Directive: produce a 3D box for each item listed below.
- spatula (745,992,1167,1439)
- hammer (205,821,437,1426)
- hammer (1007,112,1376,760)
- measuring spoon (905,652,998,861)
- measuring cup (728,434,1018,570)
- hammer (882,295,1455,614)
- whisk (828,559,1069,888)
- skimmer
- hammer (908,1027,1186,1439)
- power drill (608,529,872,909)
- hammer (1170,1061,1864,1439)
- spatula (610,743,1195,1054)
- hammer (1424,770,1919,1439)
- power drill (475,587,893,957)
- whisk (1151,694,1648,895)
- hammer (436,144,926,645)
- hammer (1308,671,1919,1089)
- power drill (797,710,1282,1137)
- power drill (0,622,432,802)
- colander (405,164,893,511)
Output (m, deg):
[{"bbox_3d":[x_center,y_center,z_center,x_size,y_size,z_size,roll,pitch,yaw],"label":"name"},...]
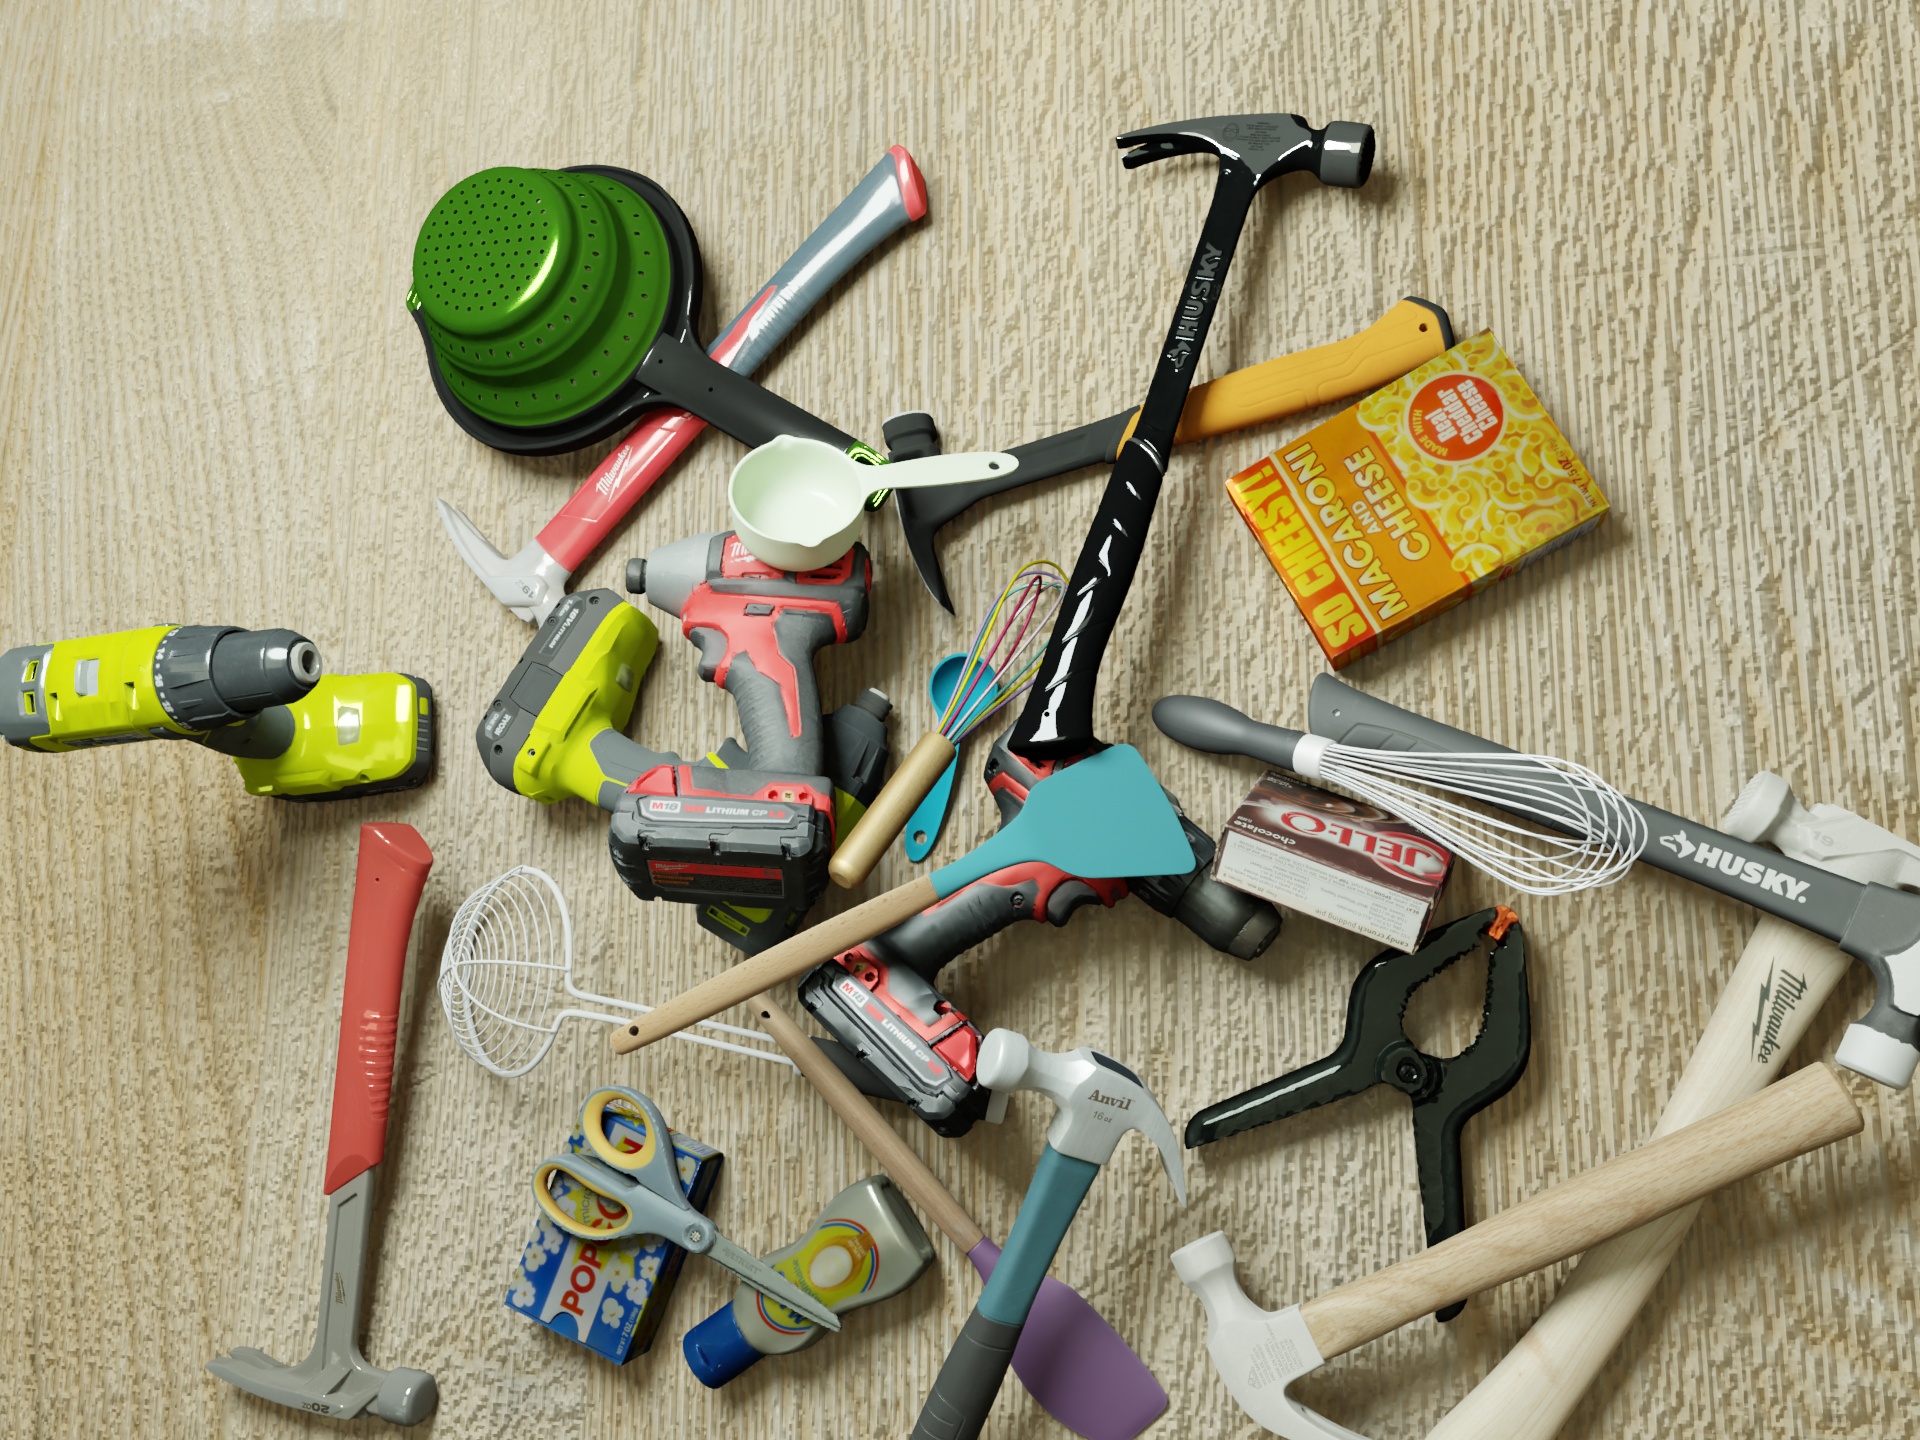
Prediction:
[{"bbox_3d":[-0.011,0.271,0.876,0.060,0.018,0.316,-43,84,7],"label":"spatula"},{"bbox_3d":[-0.375,0.241,0.972,0.149,0.036,0.359,6,91,17],"label":"hammer"},{"bbox_3d":[0.106,-0.169,0.901,0.149,0.036,0.409,15,78,22],"label":"hammer"},{"bbox_3d":[-0.009,0.022,0.951,0.042,0.021,0.128,17,94,14],"label":"measuring spoon"},{"bbox_3d":[-0.049,-0.126,0.907,0.167,0.038,0.083,-10,58,-13],"label":"measuring cup"},{"bbox_3d":[0.122,-0.169,0.937,0.337,0.034,0.127,-16,75,12],"label":"hammer"},{"bbox_3d":[-0.003,-0.004,0.884,0.051,0.047,0.245,21,56,23],"label":"whisk"},{"bbox_3d":[-0.146,0.180,0.951,0.363,0.090,0.127,12,90,7],"label":"skimmer"},{"bbox_3d":[0.015,0.320,0.831,0.128,0.033,0.331,19,103,-16],"label":"hammer"},{"bbox_3d":[-0.128,-0.012,0.889,0.143,0.078,0.220,4,59,-1],"label":"power drill"},{"bbox_3d":[0.277,0.257,0.780,0.331,0.031,0.130,-29,72,11],"label":"hammer"},{"bbox_3d":[-0.034,0.104,0.833,0.317,0.044,0.082,-25,65,-1],"label":"spatula"},{"bbox_3d":[0.364,0.235,0.795,0.146,0.038,0.410,31,90,17],"label":"hammer"},{"bbox_3d":[-0.161,0.019,0.961,0.223,0.080,0.171,28,81,15],"label":"power drill"},{"bbox_3d":[0.213,0.027,0.824,0.285,0.070,0.070,19,85,43],"label":"whisk"},{"bbox_3d":[-0.173,-0.226,1.029,0.386,0.038,0.143,-47,70,3],"label":"hammer"},{"bbox_3d":[0.331,0.045,0.809,0.335,0.035,0.146,24,89,29],"label":"hammer"},{"bbox_3d":[0.044,0.121,0.870,0.188,0.080,0.227,39,78,18],"label":"power drill"},{"bbox_3d":[-0.420,-0.007,0.956,0.190,0.228,0.080,-7,78,14],"label":"power drill"},{"bbox_3d":[-0.209,-0.238,0.971,0.397,0.094,0.204,32,89,21],"label":"colander"}]
